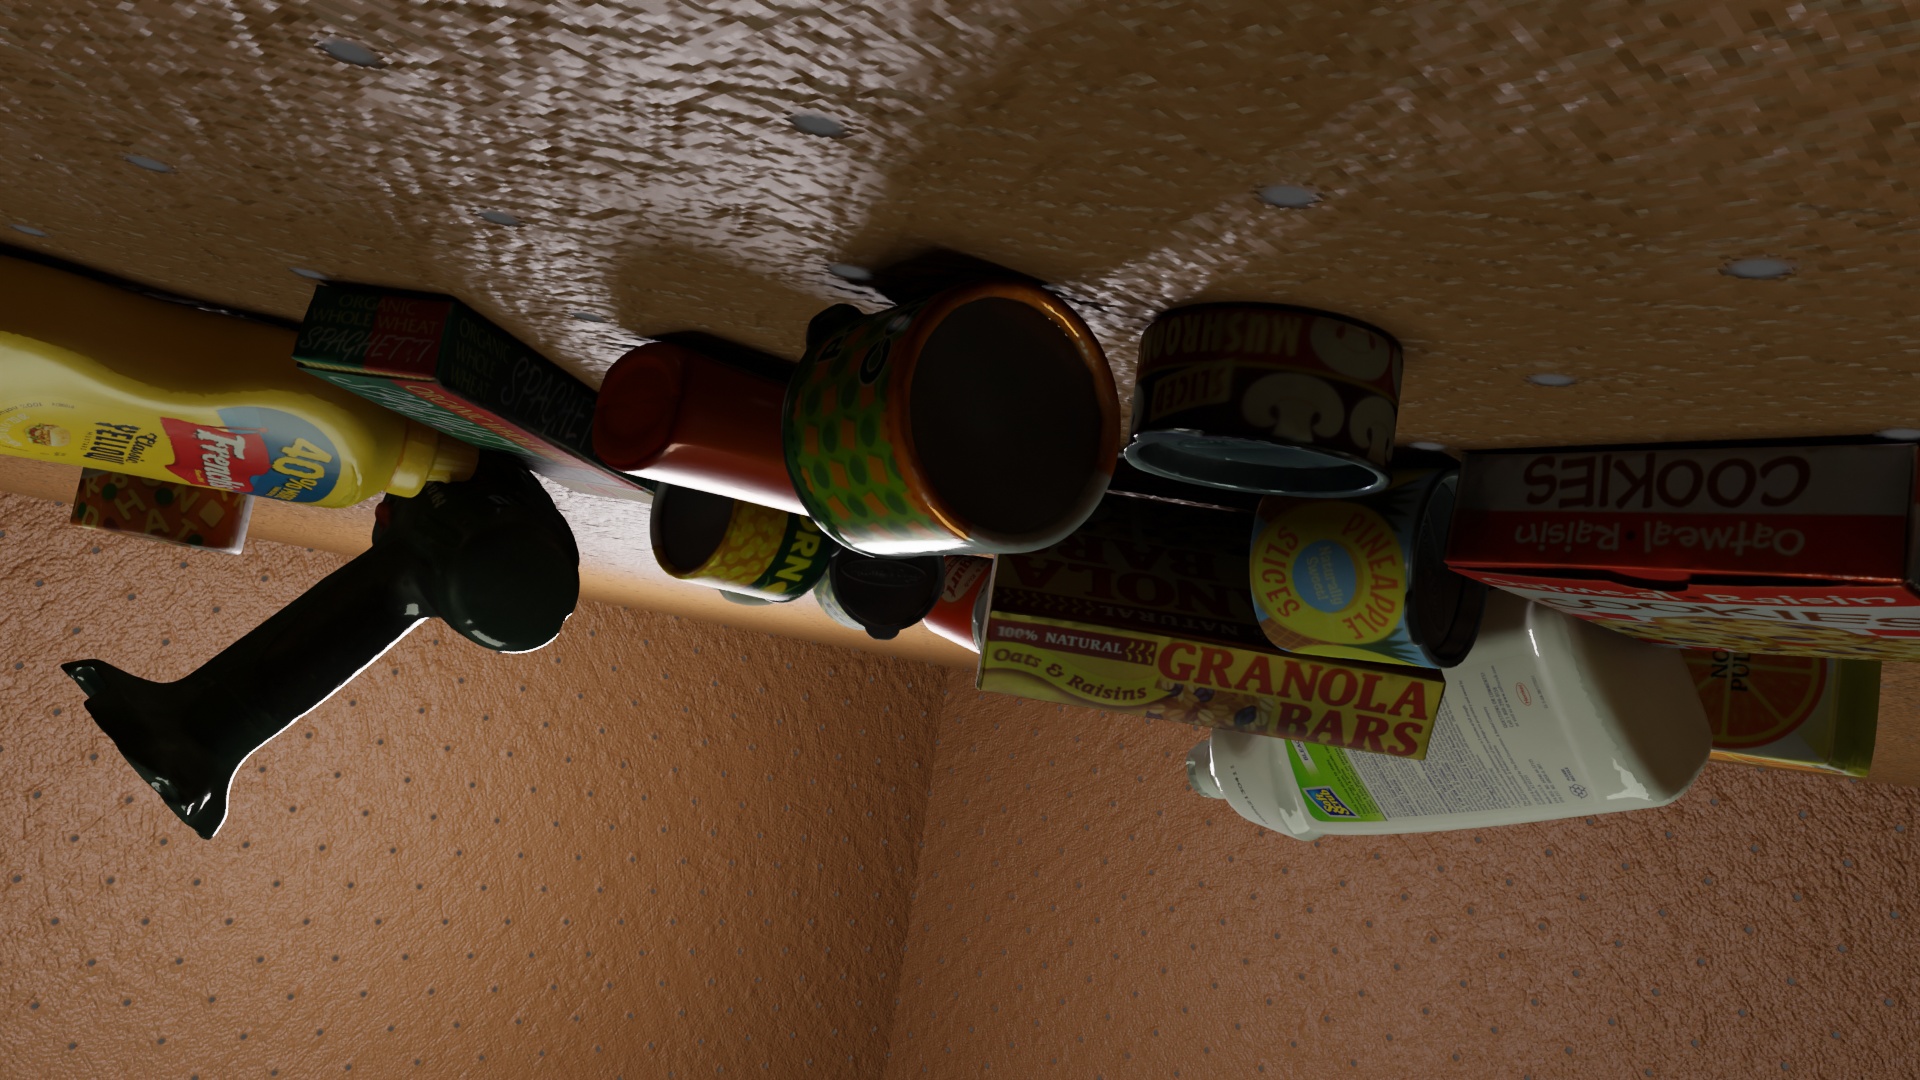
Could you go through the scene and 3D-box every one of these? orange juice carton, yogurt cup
[{"bbox_3d":[0.296,0.056,0.629,0.192,0.073,0.072,3,171,44],"label":"orange juice carton"},{"bbox_3d":[0.011,0.040,0.910,0.054,0.072,0.072,14,177,36],"label":"yogurt cup"}]

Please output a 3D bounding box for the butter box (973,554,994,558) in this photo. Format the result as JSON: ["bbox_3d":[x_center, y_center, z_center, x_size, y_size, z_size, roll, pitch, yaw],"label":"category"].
[{"bbox_3d":[0.002,-0.008,0.677,0.103,0.024,0.053,10,172,-9],"label":"butter box"}]

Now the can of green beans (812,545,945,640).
[{"bbox_3d":[-0.048,0.019,0.791,0.071,0.071,0.057,11,173,-16],"label":"can of green beans"}]

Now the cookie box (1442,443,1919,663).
[{"bbox_3d":[0.252,0.009,0.438,0.167,0.040,0.123,15,171,-41],"label":"cookie box"}]

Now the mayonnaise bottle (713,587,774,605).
[{"bbox_3d":[-0.123,0.003,0.788,0.041,0.064,0.148,7,178,-15],"label":"mayonnaise bottle"}]

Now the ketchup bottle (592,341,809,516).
[{"bbox_3d":[-0.050,-0.030,0.493,0.149,0.043,0.064,14,172,-40],"label":"ketchup bottle"}]

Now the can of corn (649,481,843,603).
[{"bbox_3d":[-0.096,-0.009,0.624,0.071,0.071,0.058,2,169,43],"label":"can of corn"}]

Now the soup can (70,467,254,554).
[{"bbox_3d":[-0.337,-0.041,0.594,0.071,0.084,0.071,9,172,1],"label":"soup can"}]

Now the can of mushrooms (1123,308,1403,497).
[{"bbox_3d":[0.074,-0.033,0.347,0.071,0.033,0.071,9,174,1],"label":"can of mushrooms"}]

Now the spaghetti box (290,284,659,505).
[{"bbox_3d":[-0.171,-0.048,0.553,0.050,0.029,0.250,8,173,7],"label":"spaghetti box"}]

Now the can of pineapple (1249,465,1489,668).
[{"bbox_3d":[0.136,0.008,0.463,0.058,0.071,0.071,3,171,40],"label":"can of pineapple"}]

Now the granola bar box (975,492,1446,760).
[{"bbox_3d":[0.094,0.026,0.551,0.166,0.039,0.125,9,-155,1],"label":"granola bar box"}]

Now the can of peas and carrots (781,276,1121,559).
[{"bbox_3d":[-0.004,-0.031,0.347,0.071,0.071,0.058,13,171,-32],"label":"can of peas and carrots"}]
